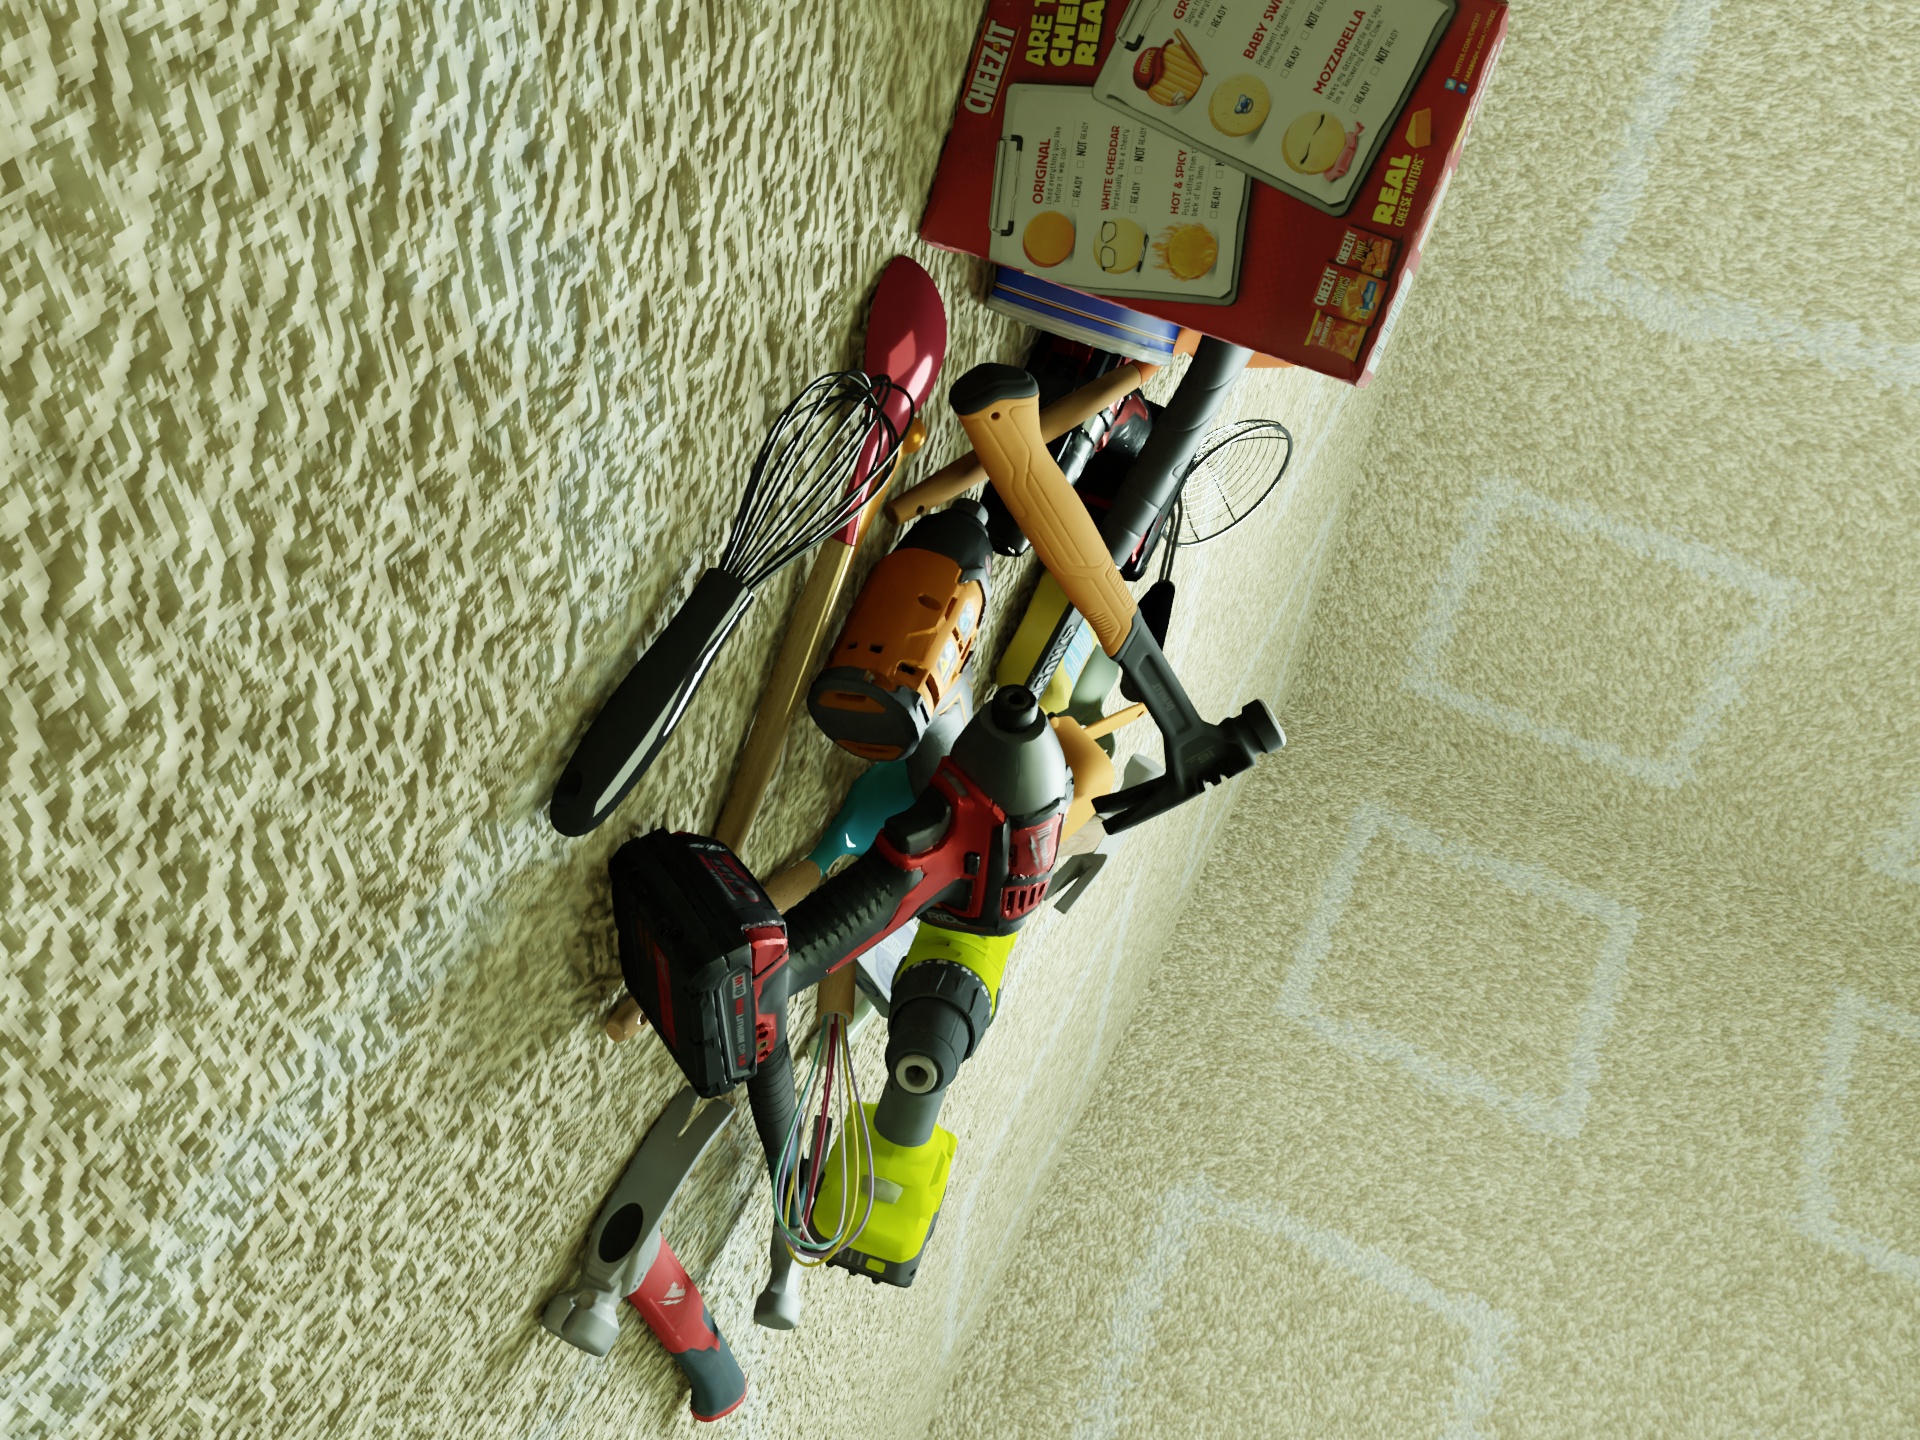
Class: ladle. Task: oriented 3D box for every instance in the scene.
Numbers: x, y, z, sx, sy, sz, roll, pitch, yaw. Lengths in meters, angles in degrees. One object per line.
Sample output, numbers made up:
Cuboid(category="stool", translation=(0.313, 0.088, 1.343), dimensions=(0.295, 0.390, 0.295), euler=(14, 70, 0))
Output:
Cuboid(category="ladle", translation=(-0.067, -0.061, 0.751), dimensions=(0.069, 0.031, 0.315), euler=(-9, 122, -69))

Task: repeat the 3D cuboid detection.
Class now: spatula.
Cuboid(category="spatula", translation=(-0.086, 0.092, 0.866), dimensions=(0.317, 0.044, 0.082), euler=(-39, 124, -58))
Cuboid(category="spatula", translation=(0.087, -0.180, 0.891), dimensions=(0.322, 0.041, 0.081), euler=(-34, 148, -29))

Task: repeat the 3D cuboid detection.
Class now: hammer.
Cuboid(category="hammer", translation=(0.084, -0.085, 0.957), dimensions=(0.149, 0.036, 0.408), euler=(-25, 153, -42))
Cuboid(category="hammer", translation=(0.045, 0.095, 1.145), dimensions=(0.331, 0.031, 0.130), euler=(-5, 126, -59))
Cuboid(category="hammer", translation=(-0.165, 0.357, 0.985), dimensions=(0.386, 0.038, 0.143), euler=(88, 26, -57))
Cuboid(category="hammer", translation=(-0.110, 0.246, 0.958), dimensions=(0.330, 0.033, 0.128), euler=(91, 7, -49))
Cuboid(category="hammer", translation=(0.074, -0.062, 0.893), dimensions=(0.127, 0.034, 0.336), euler=(-29, 132, 8))

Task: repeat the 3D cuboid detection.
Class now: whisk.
Cuboid(category="whisk", translation=(-0.091, -0.052, 0.642), dimensions=(0.239, 0.055, 0.055), euler=(-58, 163, -19))
Cuboid(category="whisk", translation=(-0.037, 0.158, 1.143), dimensions=(0.246, 0.058, 0.059), euler=(-49, 122, -43))
Cuboid(category="whisk", translation=(-0.076, 0.187, 0.894), dimensions=(0.047, 0.051, 0.245), euler=(119, -21, -44))

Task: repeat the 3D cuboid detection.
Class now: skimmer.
Cuboid(category="skimmer", translation=(0.179, -0.111, 1.156), dimensions=(0.127, 0.090, 0.363), euler=(-58, -174, 38))

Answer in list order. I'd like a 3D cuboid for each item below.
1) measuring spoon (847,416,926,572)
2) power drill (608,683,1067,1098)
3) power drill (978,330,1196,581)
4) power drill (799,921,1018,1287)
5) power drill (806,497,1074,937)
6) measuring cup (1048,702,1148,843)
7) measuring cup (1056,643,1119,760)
Cuboid(category="measuring spoon", translation=(-0.044, -0.101, 0.796), dimensions=(0.117, 0.011, 0.021), euler=(-64, 165, -12))
Cuboid(category="power drill", translation=(-0.044, 0.069, 0.735), dimensions=(0.219, 0.079, 0.143), euler=(-25, 143, -27))
Cuboid(category="power drill", translation=(0.078, -0.163, 1.014), dimensions=(0.188, 0.080, 0.226), euler=(-65, 162, -9))
Cuboid(category="power drill", translation=(-0.029, 0.226, 0.966), dimensions=(0.191, 0.080, 0.228), euler=(-64, 172, -67))
Cuboid(category="power drill", translation=(-0.001, -0.003, 0.881), dimensions=(0.226, 0.084, 0.164), euler=(70, 36, -46))
Cuboid(category="measuring cup", translation=(0.089, 0.032, 1.073), dimensions=(0.173, 0.052, 0.095), euler=(-25, 153, -40))
Cuboid(category="measuring cup", translation=(0.087, -0.012, 1.194), dimensions=(0.083, 0.038, 0.168), euler=(-46, -161, 14))
